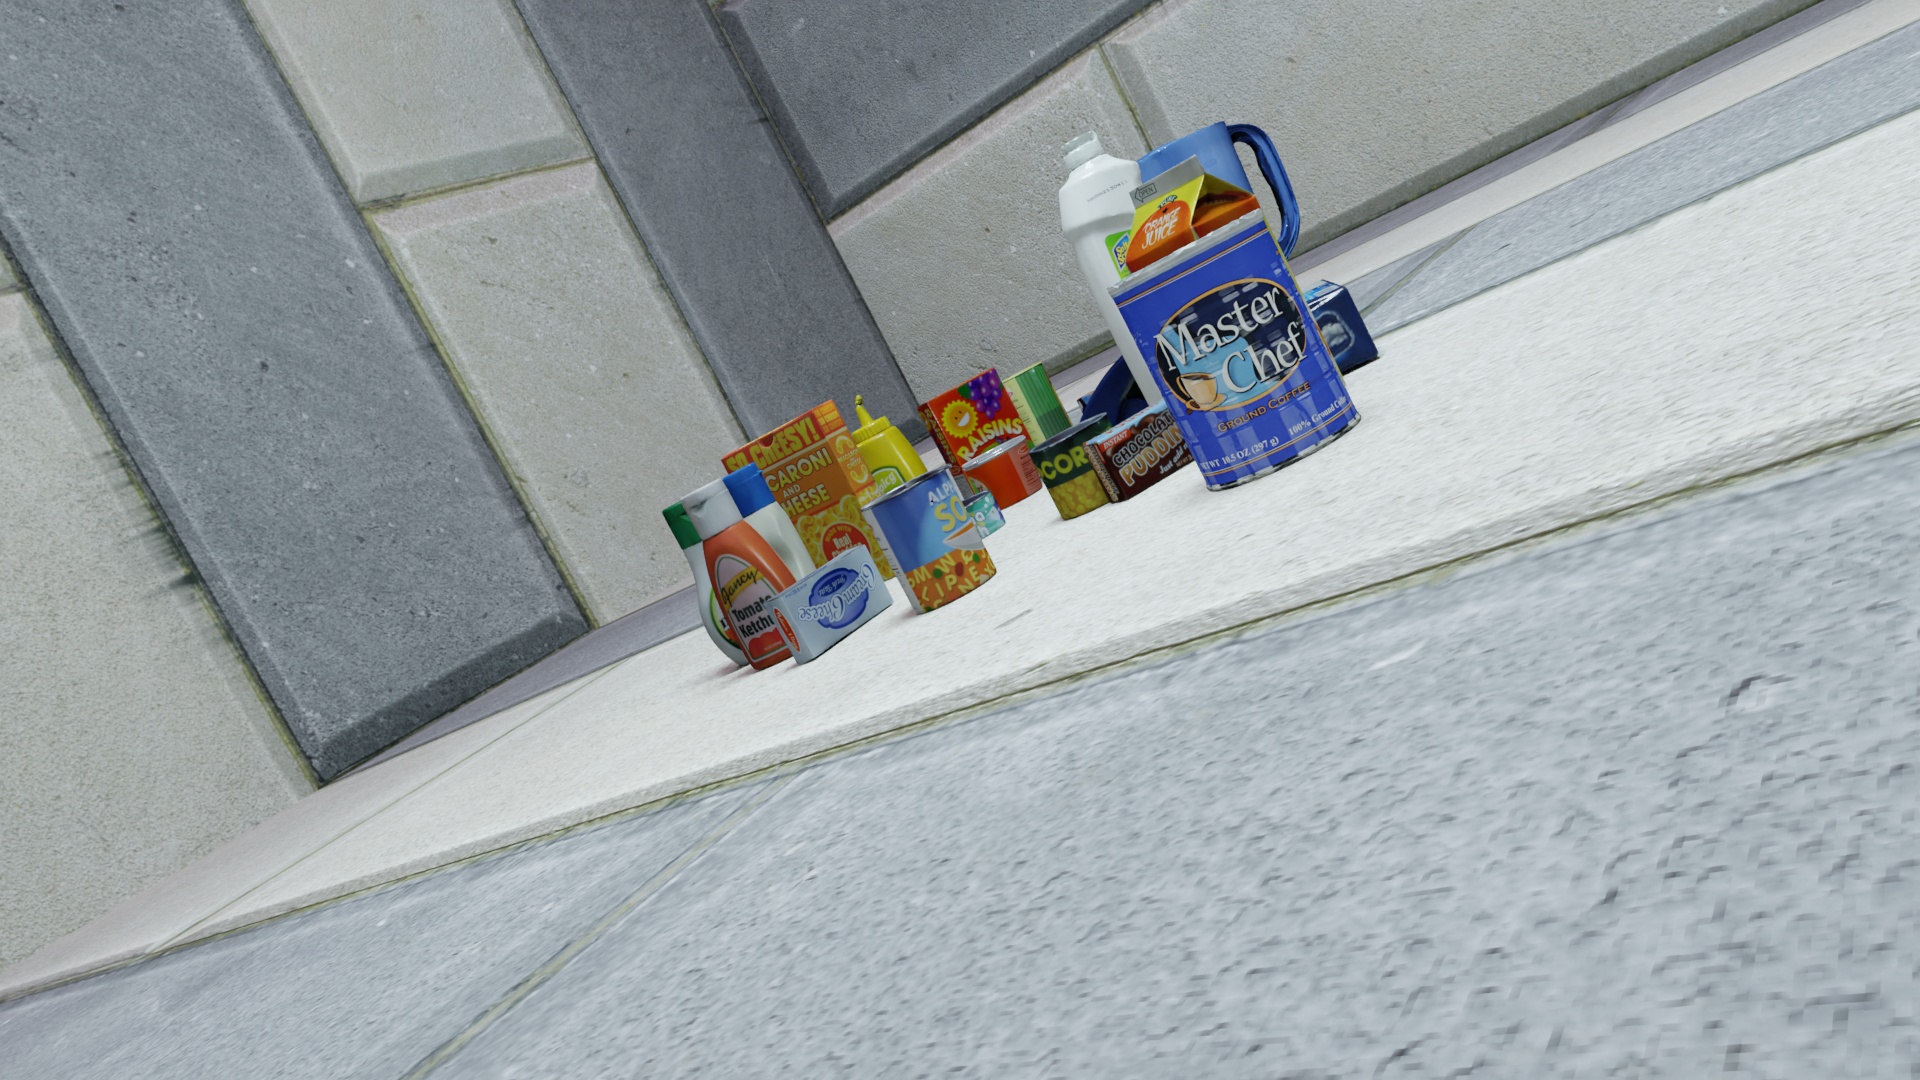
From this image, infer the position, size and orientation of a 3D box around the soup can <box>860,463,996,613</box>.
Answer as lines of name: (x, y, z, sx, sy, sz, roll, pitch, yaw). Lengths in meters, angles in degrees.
soup can: (-0.019, -0.002, 0.968, 0.071, 0.083, 0.071, -27, 6, 3)

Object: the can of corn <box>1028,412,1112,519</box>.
can of corn: (0.092, -0.055, 1.043, 0.071, 0.058, 0.071, -27, 6, 3)

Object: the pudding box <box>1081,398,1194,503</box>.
pudding box: (0.135, -0.068, 1.007, 0.084, 0.049, 0.030, -30, 6, -20)

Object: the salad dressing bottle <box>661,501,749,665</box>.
salad dressing bottle: (-0.202, 0.032, 1.173, 0.064, 0.147, 0.044, -30, 6, -18)

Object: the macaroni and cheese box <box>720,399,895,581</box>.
macaroni and cheese box: (-0.130, -0.028, 1.269, 0.123, 0.166, 0.040, -24, 7, 34)

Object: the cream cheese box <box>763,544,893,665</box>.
cream cheese box: (-0.097, 0.047, 1.043, 0.024, 0.053, 0.104, -23, 8, 40)

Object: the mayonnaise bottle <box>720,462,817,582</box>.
mayonnaise bottle: (-0.154, 0.007, 1.165, 0.041, 0.148, 0.065, -27, 6, 6)

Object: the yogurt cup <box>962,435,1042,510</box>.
yogurt cup: (0.043, -0.063, 1.329, 0.072, 0.054, 0.072, -27, 6, 3)

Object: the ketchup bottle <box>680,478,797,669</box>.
ketchup bottle: (-0.168, 0.024, 1.089, 0.064, 0.148, 0.044, -26, 6, 19)

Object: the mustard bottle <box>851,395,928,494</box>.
mustard bottle: (-0.070, -0.071, 1.384, 0.065, 0.160, 0.049, -25, 7, 28)

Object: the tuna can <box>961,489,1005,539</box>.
tuna can: (0.004, -0.015, 1.207, 0.071, 0.033, 0.071, -27, 6, 3)

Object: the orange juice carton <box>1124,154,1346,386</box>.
orange juice carton: (0.183, -0.169, 0.966, 0.073, 0.192, 0.071, -32, 7, -33)

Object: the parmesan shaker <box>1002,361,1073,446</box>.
parmesan shaker: (0.081, -0.134, 1.517, 0.071, 0.103, 0.071, -27, 6, 3)

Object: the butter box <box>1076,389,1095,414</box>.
butter box: (0.164, -0.135, 1.403, 0.024, 0.053, 0.103, -31, 7, -29)

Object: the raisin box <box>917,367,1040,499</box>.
raisin box: (0.023, -0.102, 1.413, 0.086, 0.123, 0.040, -30, 6, -18)
